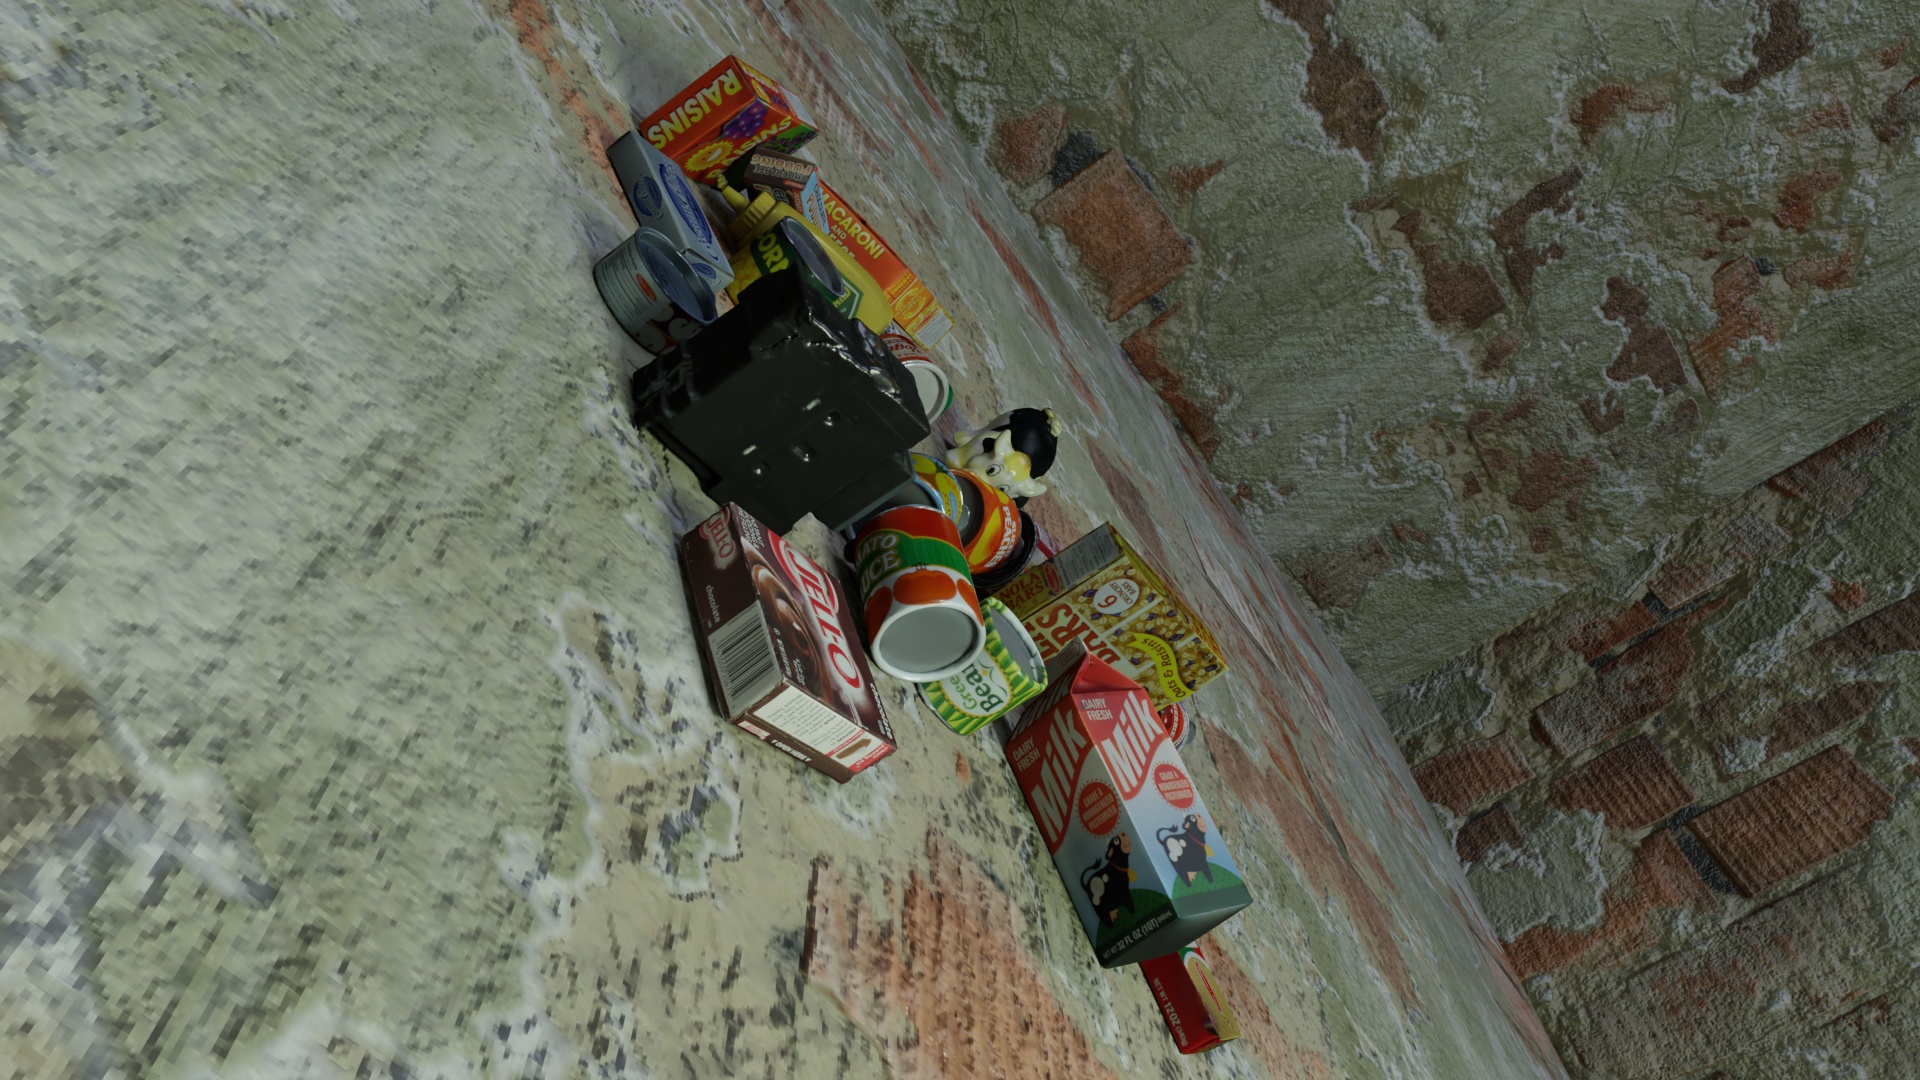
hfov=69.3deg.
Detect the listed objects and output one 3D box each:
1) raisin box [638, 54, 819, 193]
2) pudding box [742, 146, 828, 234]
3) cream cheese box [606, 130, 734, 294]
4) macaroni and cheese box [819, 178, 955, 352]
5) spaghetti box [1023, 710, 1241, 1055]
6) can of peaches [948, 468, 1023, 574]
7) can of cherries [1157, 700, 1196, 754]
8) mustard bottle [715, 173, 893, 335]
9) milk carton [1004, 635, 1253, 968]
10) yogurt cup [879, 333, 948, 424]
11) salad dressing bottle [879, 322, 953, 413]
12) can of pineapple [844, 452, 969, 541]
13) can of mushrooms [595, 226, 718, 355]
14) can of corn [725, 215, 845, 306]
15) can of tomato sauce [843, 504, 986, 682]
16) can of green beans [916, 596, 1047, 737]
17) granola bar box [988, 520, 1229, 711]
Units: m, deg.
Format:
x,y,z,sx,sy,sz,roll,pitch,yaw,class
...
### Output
x,y,z,sx,sy,sz,roll,pitch,yaw,class
-0.165,-0.298,1.008,0.040,0.086,0.123,60,15,4,raisin box
-0.128,-0.250,1.032,0.050,0.030,0.083,18,-22,8,pudding box
-0.183,-0.207,0.882,0.104,0.024,0.053,63,16,22,cream cheese box
-0.075,-0.230,1.152,0.124,0.040,0.166,46,4,13,macaroni and cheese box
0.110,0.214,0.919,0.050,0.028,0.251,32,29,-58,spaghetti box
0.003,-0.012,0.977,0.058,0.071,0.071,26,33,-62,can of peaches
0.142,0.141,1.090,0.058,0.071,0.072,33,27,-56,can of cherries
-0.121,-0.202,1.004,0.160,0.065,0.049,44,13,-16,mustard bottle
0.093,0.157,0.861,0.073,0.072,0.191,3,50,-42,milk carton
-0.049,-0.120,1.050,0.072,0.072,0.054,42,13,-45,yogurt cup
-0.059,-0.149,1.113,0.147,0.044,0.064,40,18,-48,salad dressing bottle
-0.034,-0.018,0.873,0.071,0.071,0.058,55,16,-6,can of pineapple
-0.167,-0.137,0.771,0.071,0.033,0.071,50,16,-20,can of mushrooms
-0.123,-0.179,0.948,0.071,0.058,0.071,51,16,-20,can of corn
-0.027,0.030,0.803,0.071,0.071,0.083,44,19,-39,can of tomato sauce
0.011,0.076,0.839,0.071,0.057,0.071,51,16,-20,can of green beans
0.101,0.074,0.995,0.165,0.124,0.039,44,20,-40,granola bar box
